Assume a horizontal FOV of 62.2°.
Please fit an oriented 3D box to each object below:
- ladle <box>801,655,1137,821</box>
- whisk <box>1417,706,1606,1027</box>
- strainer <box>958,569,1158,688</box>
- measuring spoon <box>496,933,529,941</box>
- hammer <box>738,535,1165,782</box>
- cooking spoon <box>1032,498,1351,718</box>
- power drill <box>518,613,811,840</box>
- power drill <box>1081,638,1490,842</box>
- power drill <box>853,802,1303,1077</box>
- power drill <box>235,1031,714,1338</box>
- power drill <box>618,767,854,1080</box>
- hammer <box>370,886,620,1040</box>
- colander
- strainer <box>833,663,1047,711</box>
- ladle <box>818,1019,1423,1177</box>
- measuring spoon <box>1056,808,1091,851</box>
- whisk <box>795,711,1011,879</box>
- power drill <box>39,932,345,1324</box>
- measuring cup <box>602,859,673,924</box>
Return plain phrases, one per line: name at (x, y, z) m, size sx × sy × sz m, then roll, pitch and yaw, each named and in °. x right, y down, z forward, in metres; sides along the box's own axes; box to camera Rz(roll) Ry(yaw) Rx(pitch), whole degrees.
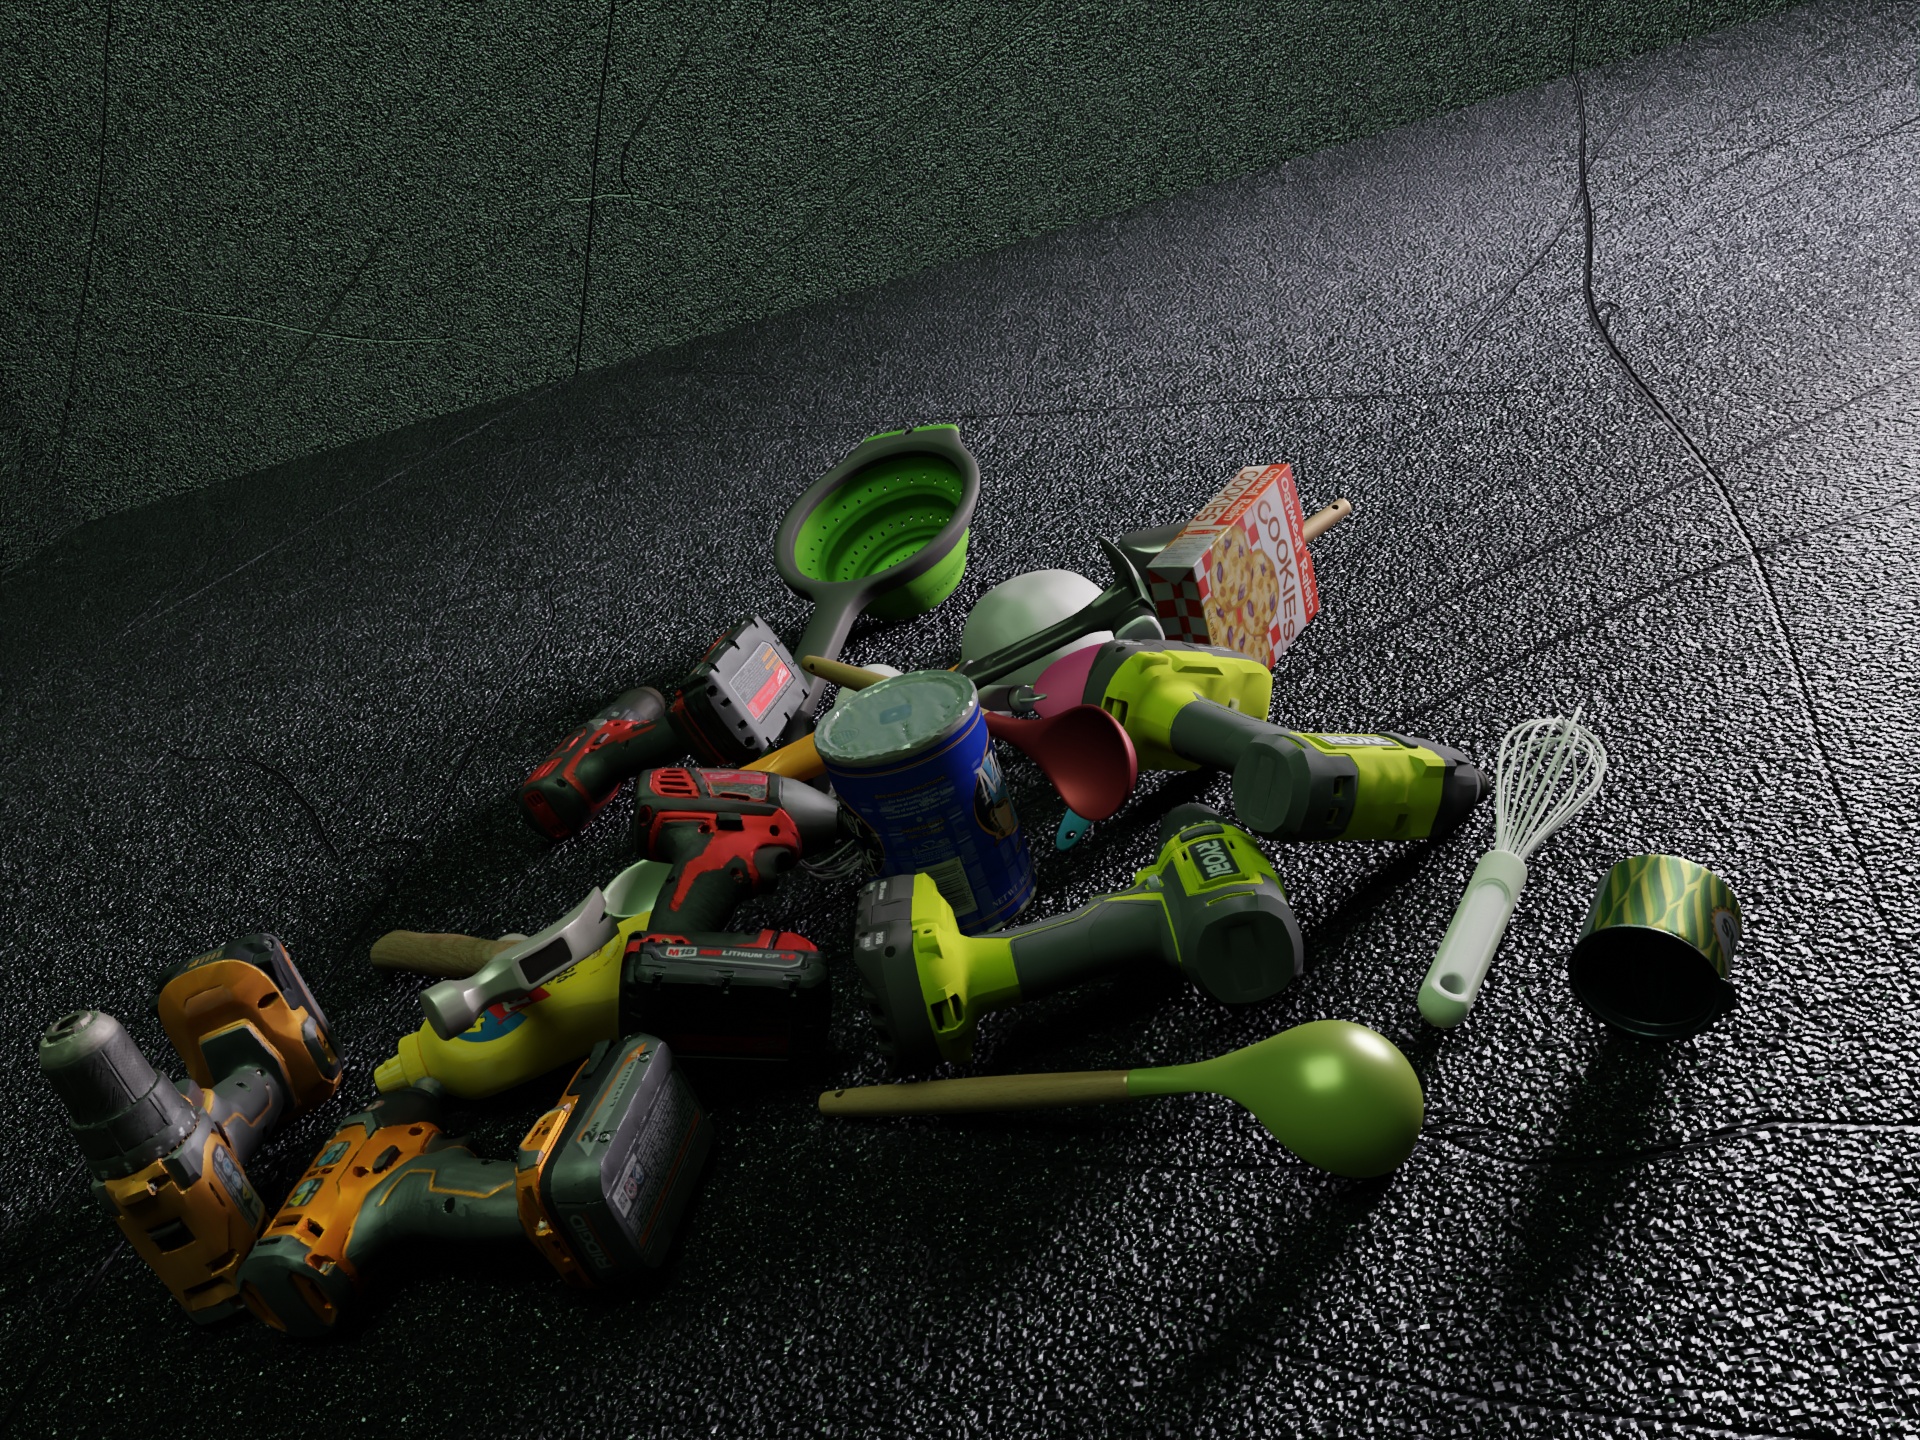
ladle at (-0.002, -0.003, 1.035) m, size 0.031 × 0.069 × 0.316 m, roll -4°, pitch 17°, yaw -45°
whisk at (0.292, 0.073, 0.846) m, size 0.058 × 0.059 × 0.246 m, roll 25°, pitch 48°, yaw 18°
strainer at (0.110, -0.092, 1.263) m, size 0.256 × 0.069 × 0.152 m, roll -16°, pitch 26°, yaw 10°
measuring spoon at (-0.304, 0.177, 1.073) m, size 0.034 × 0.018 × 0.124 m, roll -22°, pitch 27°, yaw -6°
hammer at (-0.023, -0.020, 1.119) m, size 0.337 × 0.034 × 0.127 m, roll -26°, pitch 32°, yaw 9°
cooking spoon at (0.183, -0.088, 1.217) m, size 0.319 × 0.017 × 0.069 m, roll -34°, pitch 57°, yaw -20°
power drill at (-0.232, -0.001, 1.271) m, size 0.226 × 0.080 × 0.188 m, roll -25°, pitch 19°, yaw 29°
power drill at (0.190, 0.015, 0.958) m, size 0.171 × 0.080 × 0.223 m, roll 1°, pitch 15°, yaw -32°
power drill at (0.063, 0.111, 0.884) m, size 0.228 × 0.080 × 0.191 m, roll -14°, pitch 16°, yaw 3°
power drill at (-0.253, 0.237, 0.852) m, size 0.226 × 0.084 × 0.164 m, roll -15°, pitch 25°, yaw 18°
power drill at (-0.131, 0.108, 0.955) m, size 0.143 × 0.078 × 0.220 m, roll 4°, pitch 34°, yaw -8°
hammer at (-0.319, 0.150, 1.020) m, size 0.130 × 0.031 × 0.331 m, roll -28°, pitch 10°, yaw -32°
colander at (-0.083, -0.097, 1.408) m, size 0.204 × 0.094 × 0.397 m, roll -4°, pitch 47°, yaw 28°
strainer at (-0.023, -0.019, 1.191) m, size 0.087 × 0.050 × 0.258 m, roll -10°, pitch 7°, yaw -39°
ladle at (0.066, 0.190, 0.784) m, size 0.320 × 0.062 × 0.078 m, roll -11°, pitch 27°, yaw 31°
measuring spoon at (0.095, 0.048, 1.067) m, size 0.042 × 0.021 × 0.129 m, roll 0°, pitch 41°, yaw 33°
whisk at (-0.037, 0.042, 1.127) m, size 0.055 × 0.055 × 0.239 m, roll 5°, pitch 30°, yaw 41°
power drill at (-0.443, 0.208, 0.921) m, size 0.084 × 0.185 × 0.226 m, roll -22°, pitch 23°, yaw -2°
measuring cup at (-0.204, 0.106, 1.126) m, size 0.083 × 0.038 × 0.168 m, roll -16°, pitch 24°, yaw 6°
